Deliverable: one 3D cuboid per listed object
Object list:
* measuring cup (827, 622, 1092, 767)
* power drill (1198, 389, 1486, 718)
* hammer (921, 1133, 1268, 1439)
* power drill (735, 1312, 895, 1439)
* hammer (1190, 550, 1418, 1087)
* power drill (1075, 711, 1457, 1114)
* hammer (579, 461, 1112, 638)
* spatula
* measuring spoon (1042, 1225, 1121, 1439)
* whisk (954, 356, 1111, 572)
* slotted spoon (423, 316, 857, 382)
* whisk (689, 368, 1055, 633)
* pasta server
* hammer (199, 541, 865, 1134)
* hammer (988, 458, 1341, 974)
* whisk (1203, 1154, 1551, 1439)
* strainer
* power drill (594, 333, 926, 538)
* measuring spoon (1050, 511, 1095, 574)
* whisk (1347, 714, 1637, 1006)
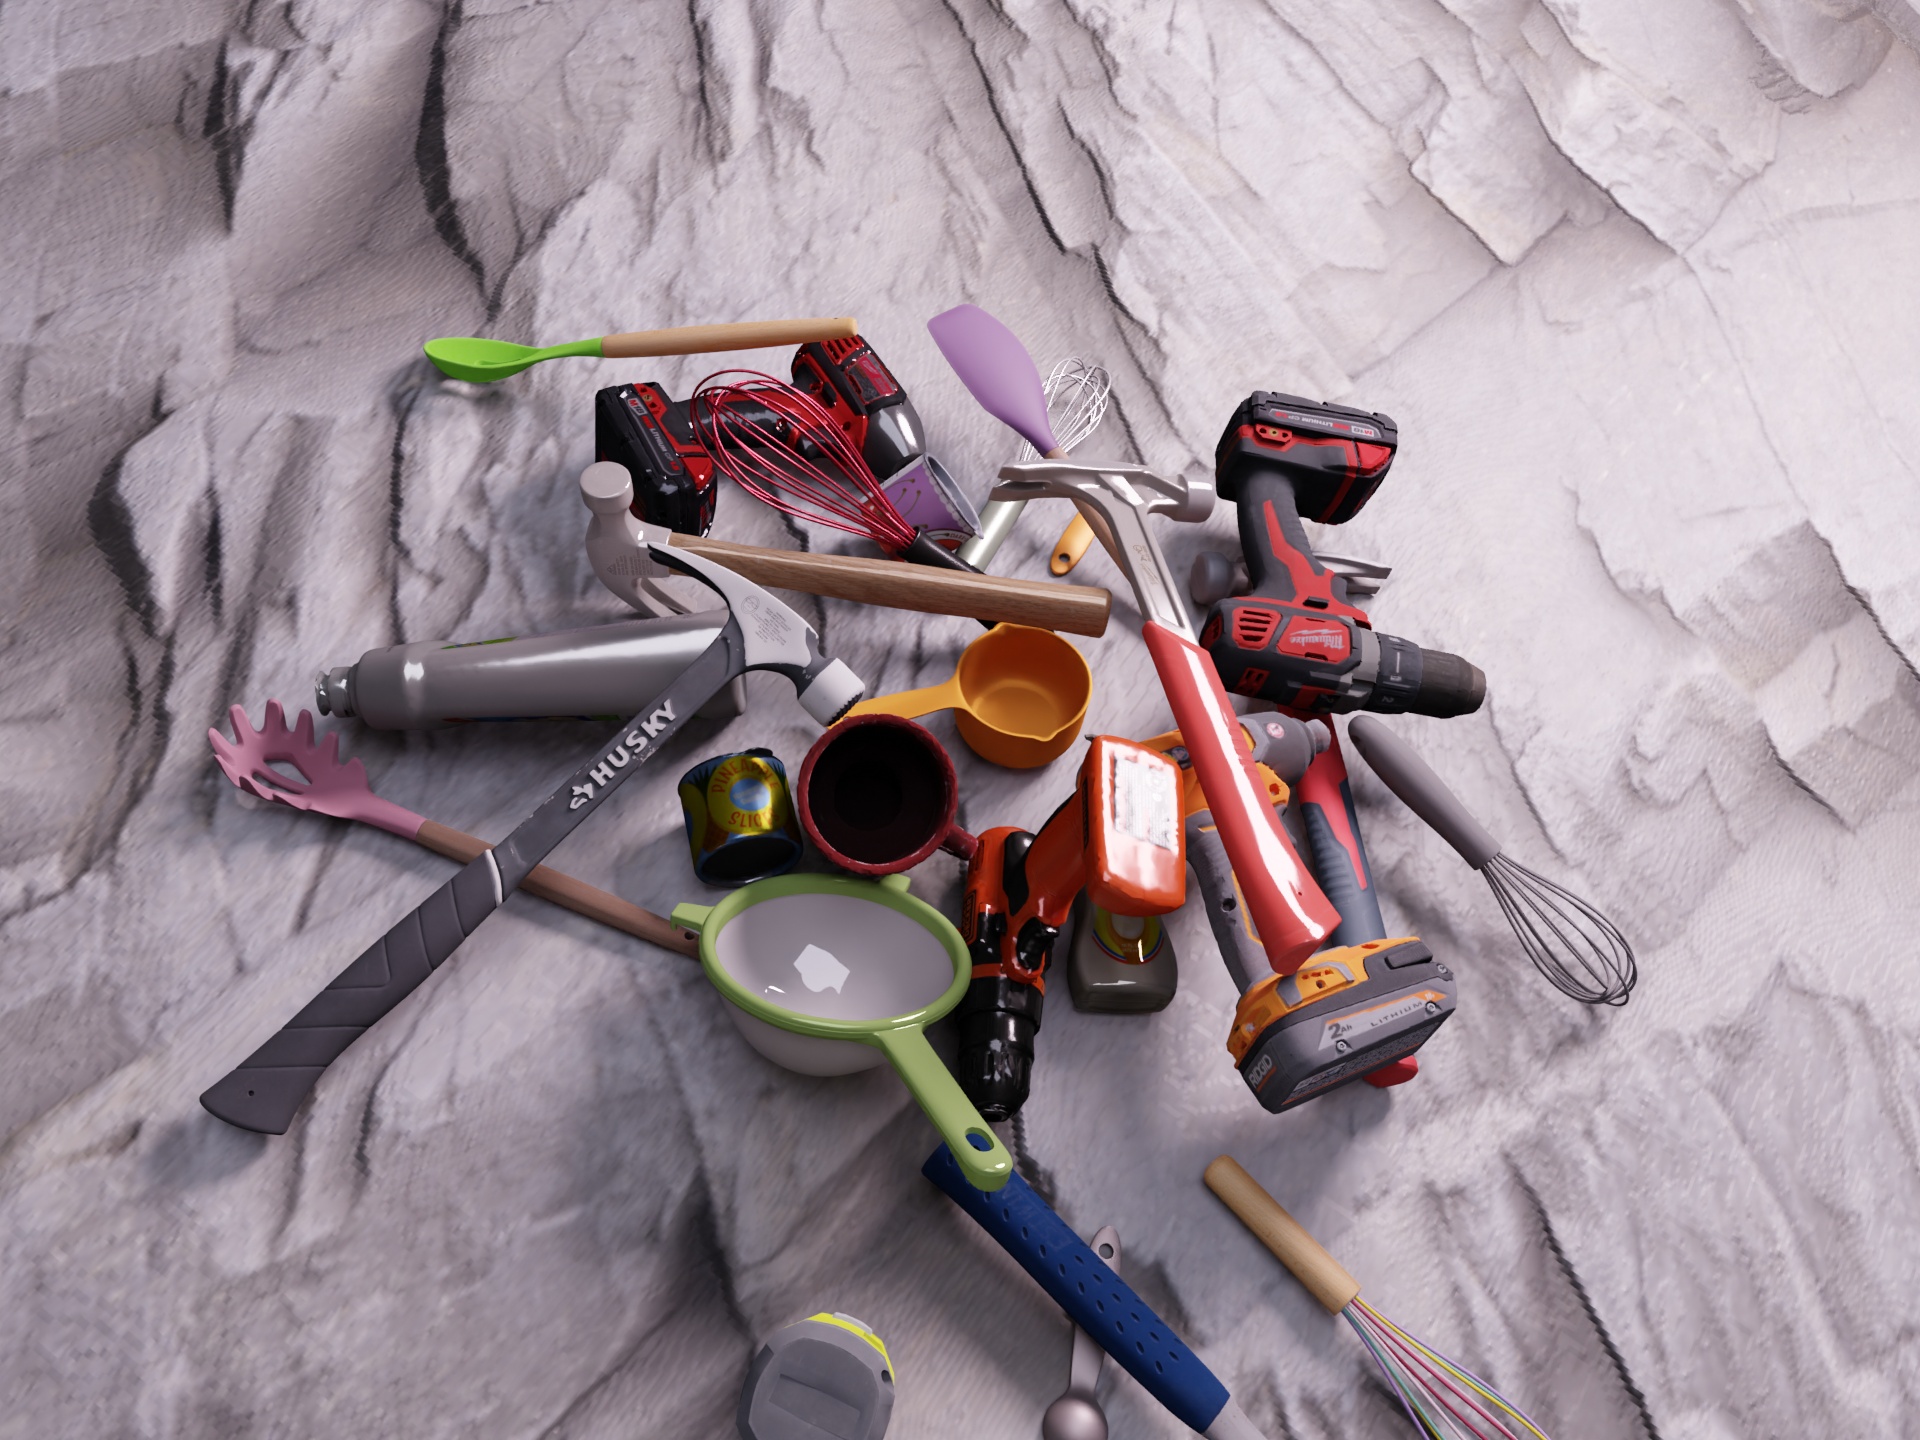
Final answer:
[{"bbox_3d":[-0.002,-0.003,1.022,0.173,0.052,0.095,-12,58,-11],"label":"measuring cup"},{"bbox_3d":[0.255,-0.102,1.071,0.188,0.080,0.227,10,58,-6],"label":"power drill"},{"bbox_3d":[0.133,0.361,0.798,0.406,0.035,0.144,41,51,16],"label":"hammer"},{"bbox_3d":[-0.094,0.374,0.697,0.080,0.190,0.229,23,71,6],"label":"power drill"},{"bbox_3d":[0.252,0.048,1.038,0.143,0.038,0.387,1,57,-11],"label":"hammer"},{"bbox_3d":[0.187,0.094,0.925,0.164,0.084,0.227,-18,60,-19],"label":"power drill"},{"bbox_3d":[-0.071,-0.088,1.006,0.331,0.130,0.031,8,56,1],"label":"hammer"},{"bbox_3d":[0.081,-0.170,1.123,0.060,0.018,0.316,-29,79,-23],"label":"spatula"},{"bbox_3d":[0.070,0.325,0.837,0.034,0.018,0.124,15,55,0],"label":"measuring spoon"},{"bbox_3d":[0.045,-0.177,1.151,0.059,0.057,0.246,5,51,37],"label":"whisk"},{"bbox_3d":[-0.225,-0.263,1.114,0.314,0.031,0.070,-2,26,11],"label":"slotted spoon"},{"bbox_3d":[-0.049,-0.126,1.024,0.295,0.073,0.073,35,52,-24],"label":"whisk"},{"bbox_3d":[-0.291,0.071,0.932,0.316,0.040,0.060,22,45,4],"label":"pasta server"},{"bbox_3d":[-0.247,0.069,0.879,0.149,0.036,0.409,45,76,3],"label":"hammer"},{"bbox_3d":[0.128,-0.018,0.925,0.149,0.036,0.359,-1,52,-20],"label":"hammer"},{"bbox_3d":[0.227,0.325,0.850,0.051,0.047,0.245,-35,65,-26],"label":"whisk"},{"bbox_3d":[-0.047,0.176,0.849,0.151,0.069,0.257,-6,31,-30],"label":"strainer"},{"bbox_3d":[-0.132,-0.193,1.111,0.219,0.078,0.143,-22,63,-25],"label":"power drill"},{"bbox_3d":[0.093,-0.147,1.154,0.021,0.011,0.117,26,57,8],"label":"measuring spoon"},{"bbox_3d":[0.330,0.085,0.997,0.055,0.055,0.239,-37,79,-28],"label":"whisk"}]
